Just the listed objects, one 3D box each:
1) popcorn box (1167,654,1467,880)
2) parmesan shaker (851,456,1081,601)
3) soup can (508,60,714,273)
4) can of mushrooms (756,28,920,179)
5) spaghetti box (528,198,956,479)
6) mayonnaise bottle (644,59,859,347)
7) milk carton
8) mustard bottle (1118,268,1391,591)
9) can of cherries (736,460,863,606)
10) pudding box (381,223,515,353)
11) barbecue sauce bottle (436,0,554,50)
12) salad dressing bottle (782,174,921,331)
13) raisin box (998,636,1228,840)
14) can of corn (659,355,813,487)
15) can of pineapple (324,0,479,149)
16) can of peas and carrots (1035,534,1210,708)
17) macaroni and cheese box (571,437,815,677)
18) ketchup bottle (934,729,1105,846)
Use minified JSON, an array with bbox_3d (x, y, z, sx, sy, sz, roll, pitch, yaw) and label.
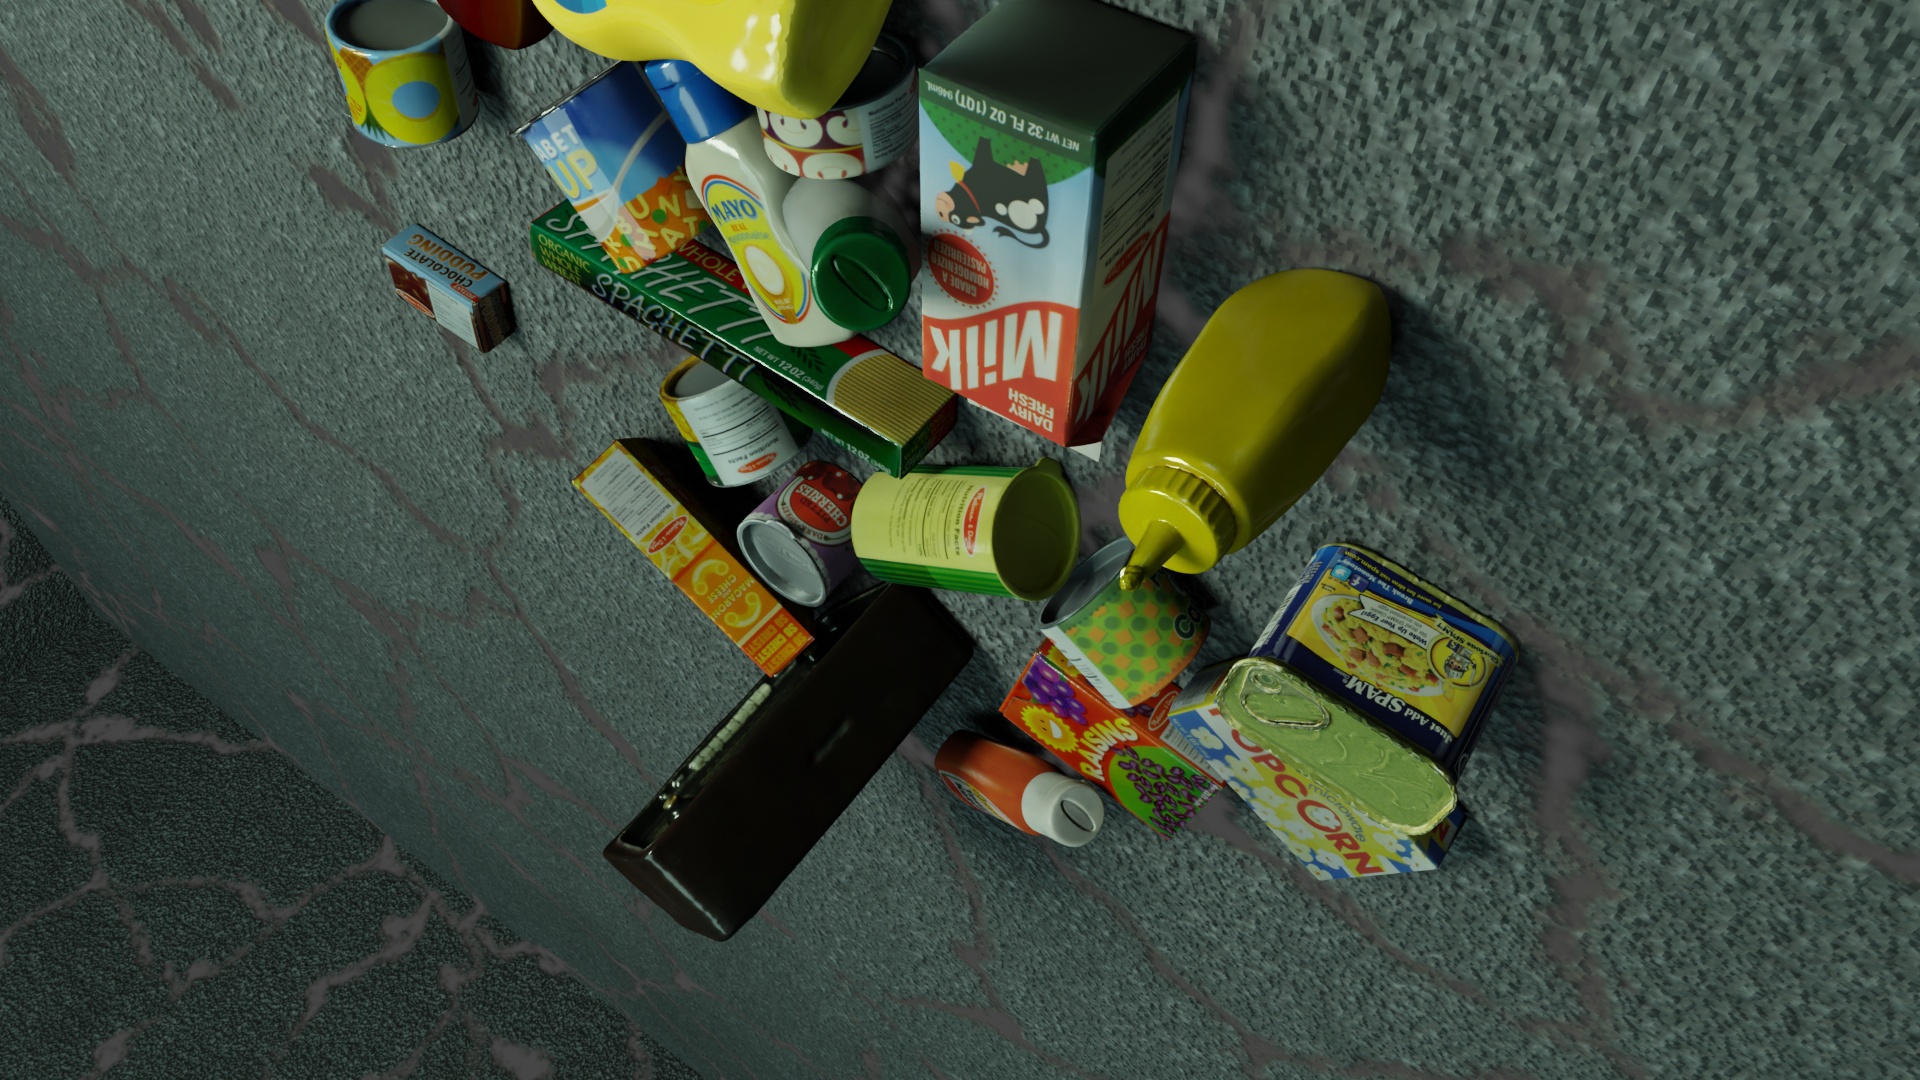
[{"bbox_3d":[0.176,0.112,0.695,0.126,0.038,0.085,47,147,-8],"label":"popcorn box"},{"bbox_3d":[0.003,-0.009,0.712,0.103,0.071,0.071,5,133,45],"label":"parmesan shaker"},{"bbox_3d":[-0.164,-0.180,0.672,0.071,0.072,0.083,-3,127,49],"label":"soup can"},{"bbox_3d":[-0.051,-0.177,0.560,0.071,0.071,0.033,24,145,26],"label":"can of mushrooms"},{"bbox_3d":[-0.117,-0.113,0.724,0.250,0.050,0.028,31,145,16],"label":"spaghetti box"},{"bbox_3d":[-0.094,-0.161,0.649,0.064,0.041,0.147,4,133,44],"label":"mayonnaise bottle"},{"bbox_3d":[0.033,-0.108,0.547,0.072,0.074,0.189,28,146,21],"label":"milk carton"},{"bbox_3d":[0.095,-0.035,0.487,0.065,0.161,0.048,14,140,38],"label":"mustard bottle"},{"bbox_3d":[-0.087,-0.006,0.814,0.071,0.059,0.071,28,146,22],"label":"can of cherries"},{"bbox_3d":[-0.336,-0.166,0.913,0.084,0.030,0.049,32,148,14],"label":"pudding box"},{"bbox_3d":[-0.207,-0.291,0.610,0.065,0.044,0.147,37,147,6],"label":"barbecue sauce bottle"},{"bbox_3d":[-0.043,-0.119,0.563,0.064,0.044,0.148,42,-169,-19],"label":"salad dressing bottle"},{"bbox_3d":[0.089,0.105,0.779,0.123,0.040,0.085,37,149,9],"label":"raisin box"},{"bbox_3d":[-0.124,-0.073,0.768,0.071,0.071,0.058,8,134,42],"label":"can of corn"},{"bbox_3d":[-0.294,-0.249,0.730,0.071,0.071,0.057,30,146,17],"label":"can of pineapple"},{"bbox_3d":[0.082,0.038,0.683,0.058,0.071,0.070,47,148,-9],"label":"can of peas and carrots"},{"bbox_3d":[-0.164,0.008,0.879,0.166,0.040,0.124,46,179,-8],"label":"macaroni and cheese box"},{"bbox_3d":[0.038,0.153,0.851,0.064,0.043,0.148,43,165,-18],"label":"ketchup bottle"}]
